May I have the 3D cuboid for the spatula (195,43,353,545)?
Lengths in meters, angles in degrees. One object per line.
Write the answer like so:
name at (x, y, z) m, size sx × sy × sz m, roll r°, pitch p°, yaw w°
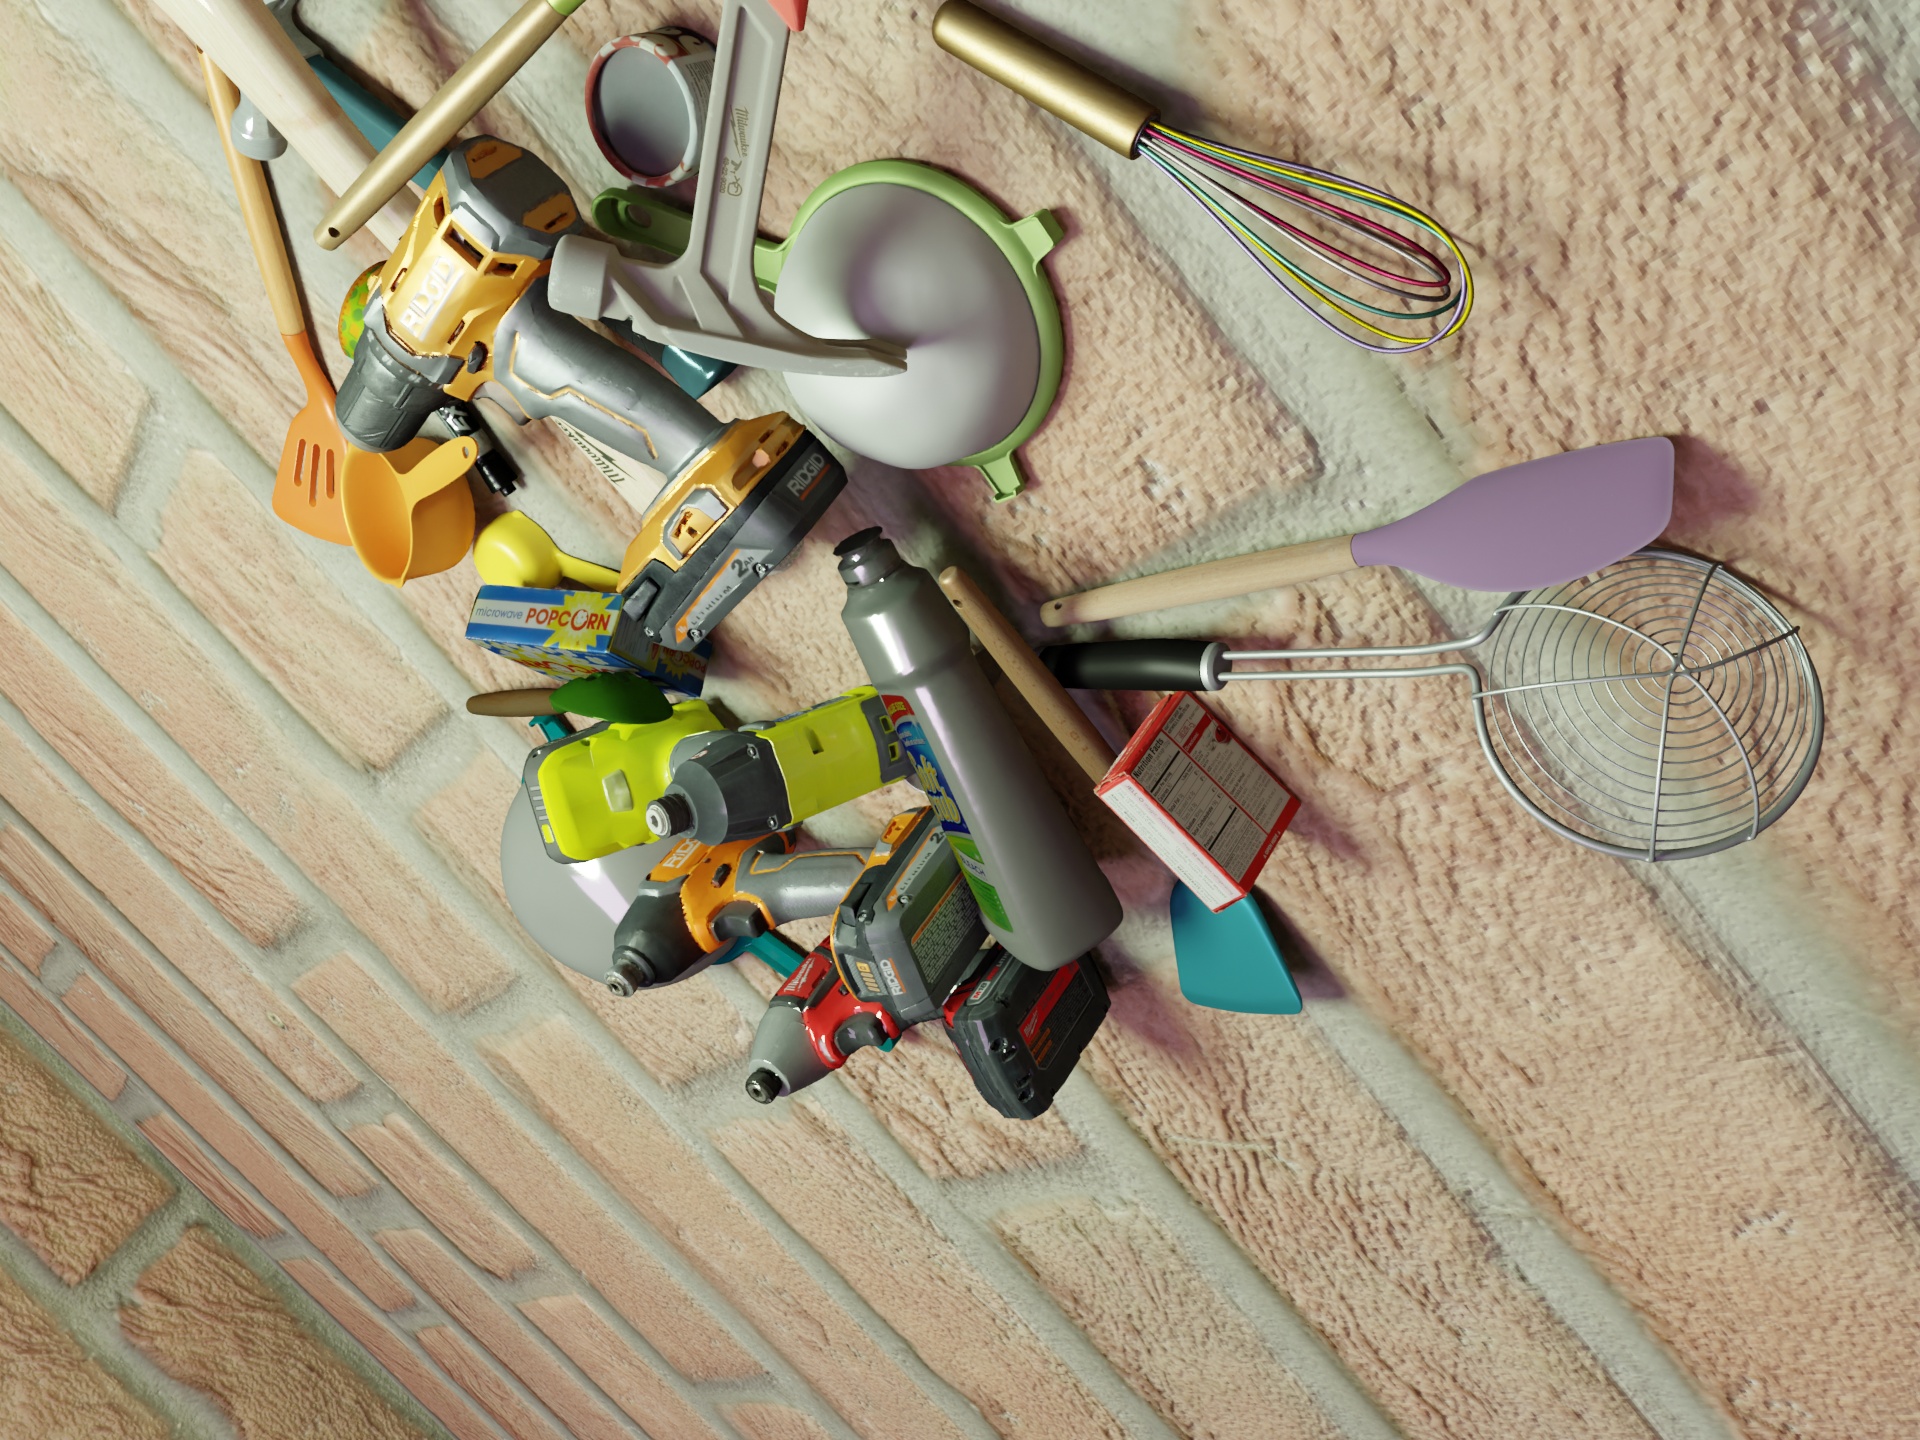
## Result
spatula at (-0.419, -0.256, 0.966) m, size 0.081 × 0.041 × 0.322 m, roll 21°, pitch 135°, yaw 22°

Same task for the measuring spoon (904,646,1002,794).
measuring spoon at (-0.001, -0.003, 0.897) m, size 0.034 × 0.018 × 0.124 m, roll 32°, pitch 132°, yaw 1°

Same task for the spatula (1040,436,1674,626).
spatula at (0.153, -0.068, 0.700) m, size 0.316 × 0.060 × 0.018 m, roll -8°, pitch 152°, yaw 46°

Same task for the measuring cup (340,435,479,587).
measuring cup at (-0.314, -0.142, 0.964) m, size 0.173 × 0.052 × 0.095 m, roll -17°, pitch 92°, yaw 45°

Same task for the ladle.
ladle at (-0.186, -0.299, 0.683) m, size 0.320 × 0.062 × 0.078 m, roll -26°, pitch 131°, yaw 34°

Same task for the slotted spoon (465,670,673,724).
slotted spoon at (-0.267, -0.012, 1.022) m, size 0.314 × 0.070 × 0.031 m, roll -1°, pitch 89°, yaw 57°

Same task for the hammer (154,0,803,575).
hammer at (-0.256, -0.217, 0.821) m, size 0.146 × 0.038 × 0.410 m, roll -10°, pitch 129°, yaw 50°

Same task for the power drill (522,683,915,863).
power drill at (-0.149, 0.032, 0.916) m, size 0.223 × 0.171 × 0.080 m, roll -7°, pitch 101°, yaw 48°

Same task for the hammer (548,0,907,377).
hammer at (-0.057, -0.306, 0.581) m, size 0.149 × 0.037 × 0.358 m, roll 10°, pitch 119°, yaw -9°

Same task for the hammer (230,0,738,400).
hammer at (-0.252, -0.271, 0.833) m, size 0.331 × 0.033 × 0.128 m, roll 36°, pitch 140°, yaw 5°

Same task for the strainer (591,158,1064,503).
strainer at (-0.079, -0.192, 0.742) m, size 0.256 × 0.069 × 0.151 m, roll 24°, pitch 137°, yaw 16°

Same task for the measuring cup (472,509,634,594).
measuring cup at (-0.241, -0.084, 0.989) m, size 0.157 × 0.029 × 0.062 m, roll 21°, pitch 136°, yaw 25°

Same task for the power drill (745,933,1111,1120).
power drill at (-0.031, 0.183, 0.984) m, size 0.220 × 0.143 × 0.078 m, roll -9°, pitch 117°, yaw 39°

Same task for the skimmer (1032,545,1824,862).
skimmer at (0.178, -0.012, 0.711) m, size 0.090 × 0.127 × 0.363 m, roll 29°, pitch 163°, yaw -37°

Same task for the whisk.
whisk at (0.091, -0.219, 0.613) m, size 0.245 × 0.051 × 0.047 m, roll 35°, pitch 174°, yaw 14°

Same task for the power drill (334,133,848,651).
power drill at (-0.190, -0.138, 0.767) m, size 0.226 × 0.084 × 0.185 m, roll 43°, pitch 129°, yaw -12°

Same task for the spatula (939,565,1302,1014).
spatula at (0.080, 0.042, 0.824) m, size 0.082 × 0.044 × 0.317 m, roll -4°, pitch 135°, yaw 47°

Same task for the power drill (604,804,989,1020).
power drill at (-0.102, 0.116, 0.962) m, size 0.226 × 0.164 × 0.084 m, roll 1°, pitch 126°, yaw 34°

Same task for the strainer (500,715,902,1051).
strainer at (-0.203, 0.155, 1.123) m, size 0.340 × 0.095 × 0.210 m, roll 33°, pitch 139°, yaw 11°
